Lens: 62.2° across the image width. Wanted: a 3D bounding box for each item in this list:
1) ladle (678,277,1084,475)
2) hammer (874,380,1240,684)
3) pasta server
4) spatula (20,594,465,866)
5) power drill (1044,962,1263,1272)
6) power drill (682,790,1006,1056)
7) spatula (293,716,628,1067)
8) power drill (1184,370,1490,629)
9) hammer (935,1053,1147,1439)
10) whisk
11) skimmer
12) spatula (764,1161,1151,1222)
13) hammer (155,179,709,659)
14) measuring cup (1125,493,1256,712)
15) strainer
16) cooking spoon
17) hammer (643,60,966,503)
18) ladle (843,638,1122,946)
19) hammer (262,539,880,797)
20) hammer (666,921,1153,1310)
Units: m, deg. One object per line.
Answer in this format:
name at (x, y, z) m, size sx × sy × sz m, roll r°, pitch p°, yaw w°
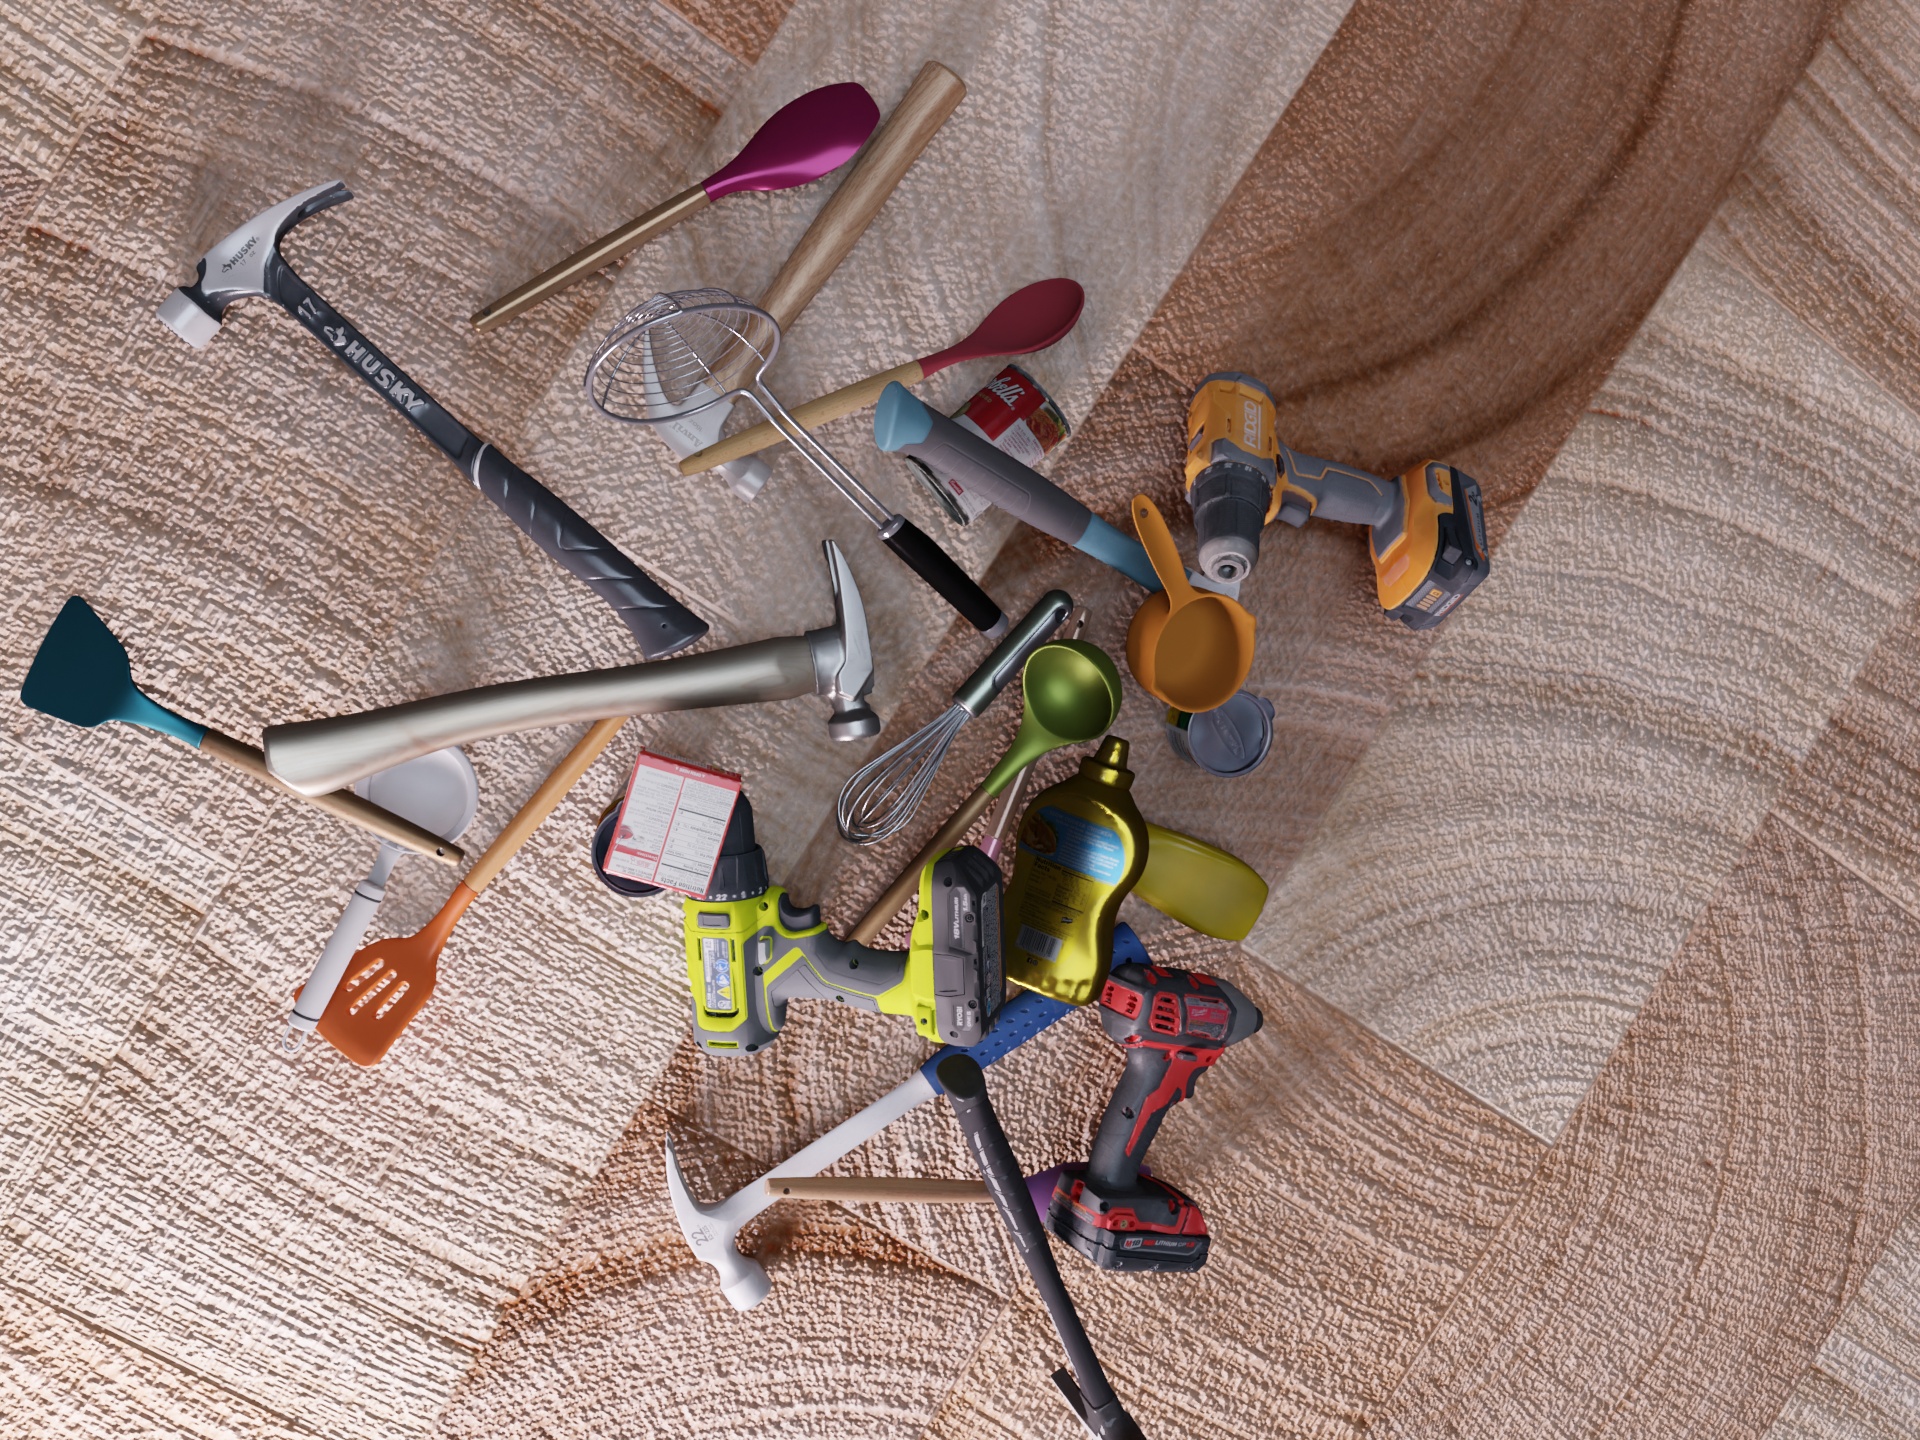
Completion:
ladle at (-0.052, -0.237, 1.117) m, size 0.315 × 0.069 × 0.031 m, roll -26°, pitch 136°, yaw -13°
hammer at (0.074, -0.141, 1.124) m, size 0.330 × 0.033 × 0.128 m, roll 26°, pitch 92°, yaw -31°
pasta server at (0.034, 0.062, 1.196) m, size 0.060 × 0.040 × 0.316 m, roll 22°, pitch 88°, yaw -12°
spatula at (-0.478, 0.021, 1.069) m, size 0.317 × 0.044 × 0.082 m, roll 27°, pitch 90°, yaw -6°
power drill at (0.153, 0.297, 1.203) m, size 0.143 × 0.079 × 0.219 m, roll 14°, pitch 90°, yaw -34°
power drill at (-0.089, 0.142, 1.124) m, size 0.228 × 0.080 × 0.190 m, roll 0°, pitch 98°, yaw 16°
spatula at (-0.333, 0.098, 1.124) m, size 0.081 × 0.041 × 0.322 m, roll 39°, pitch 87°, yaw 13°
power drill at (0.264, -0.143, 1.144) m, size 0.226 × 0.084 × 0.186 m, roll 21°, pitch 49°, yaw -13°
hammer at (0.057, 0.396, 1.172) m, size 0.035 × 0.146 × 0.334 m, roll -25°, pitch 101°, yaw -14°
whisk at (-0.002, -0.004, 1.171) m, size 0.246 × 0.059 × 0.057 m, roll -48°, pitch 140°, yaw -6°
skimmer at (-0.090, -0.151, 1.067) m, size 0.127 × 0.090 × 0.363 m, roll -31°, pitch 125°, yaw 27°
spatula at (0.004, 0.358, 1.202) m, size 0.315 × 0.018 × 0.060 m, roll 9°, pitch 96°, yaw -23°
hammer at (-0.331, -0.188, 1.064) m, size 0.409 × 0.036 × 0.149 m, roll 42°, pitch 86°, yaw -3°
measuring cup at (0.145, -0.088, 1.129) m, size 0.095 × 0.052 × 0.173 m, roll -34°, pitch 116°, yaw -14°
strainer at (-0.404, 0.110, 1.099) m, size 0.087 × 0.050 × 0.258 m, roll 26°, pitch 84°, yaw 2°
cooking spoon at (-0.198, -0.352, 1.100) m, size 0.319 × 0.017 × 0.069 m, roll -31°, pitch 70°, yaw -2°
hammer at (-0.107, -0.324, 1.121) m, size 0.130 × 0.031 × 0.331 m, roll 36°, pitch 89°, yaw -13°
ladle at (0.000, 0.071, 1.157) m, size 0.078 × 0.062 × 0.320 m, roll 43°, pitch 98°, yaw 12°
hammer at (-0.260, -0.025, 1.094) m, size 0.410 × 0.038 × 0.146 m, roll -11°, pitch 97°, yaw -18°
hammer at (-0.036, 0.275, 1.201) m, size 0.405 × 0.035 × 0.144 m, roll -33°, pitch 101°, yaw -5°
